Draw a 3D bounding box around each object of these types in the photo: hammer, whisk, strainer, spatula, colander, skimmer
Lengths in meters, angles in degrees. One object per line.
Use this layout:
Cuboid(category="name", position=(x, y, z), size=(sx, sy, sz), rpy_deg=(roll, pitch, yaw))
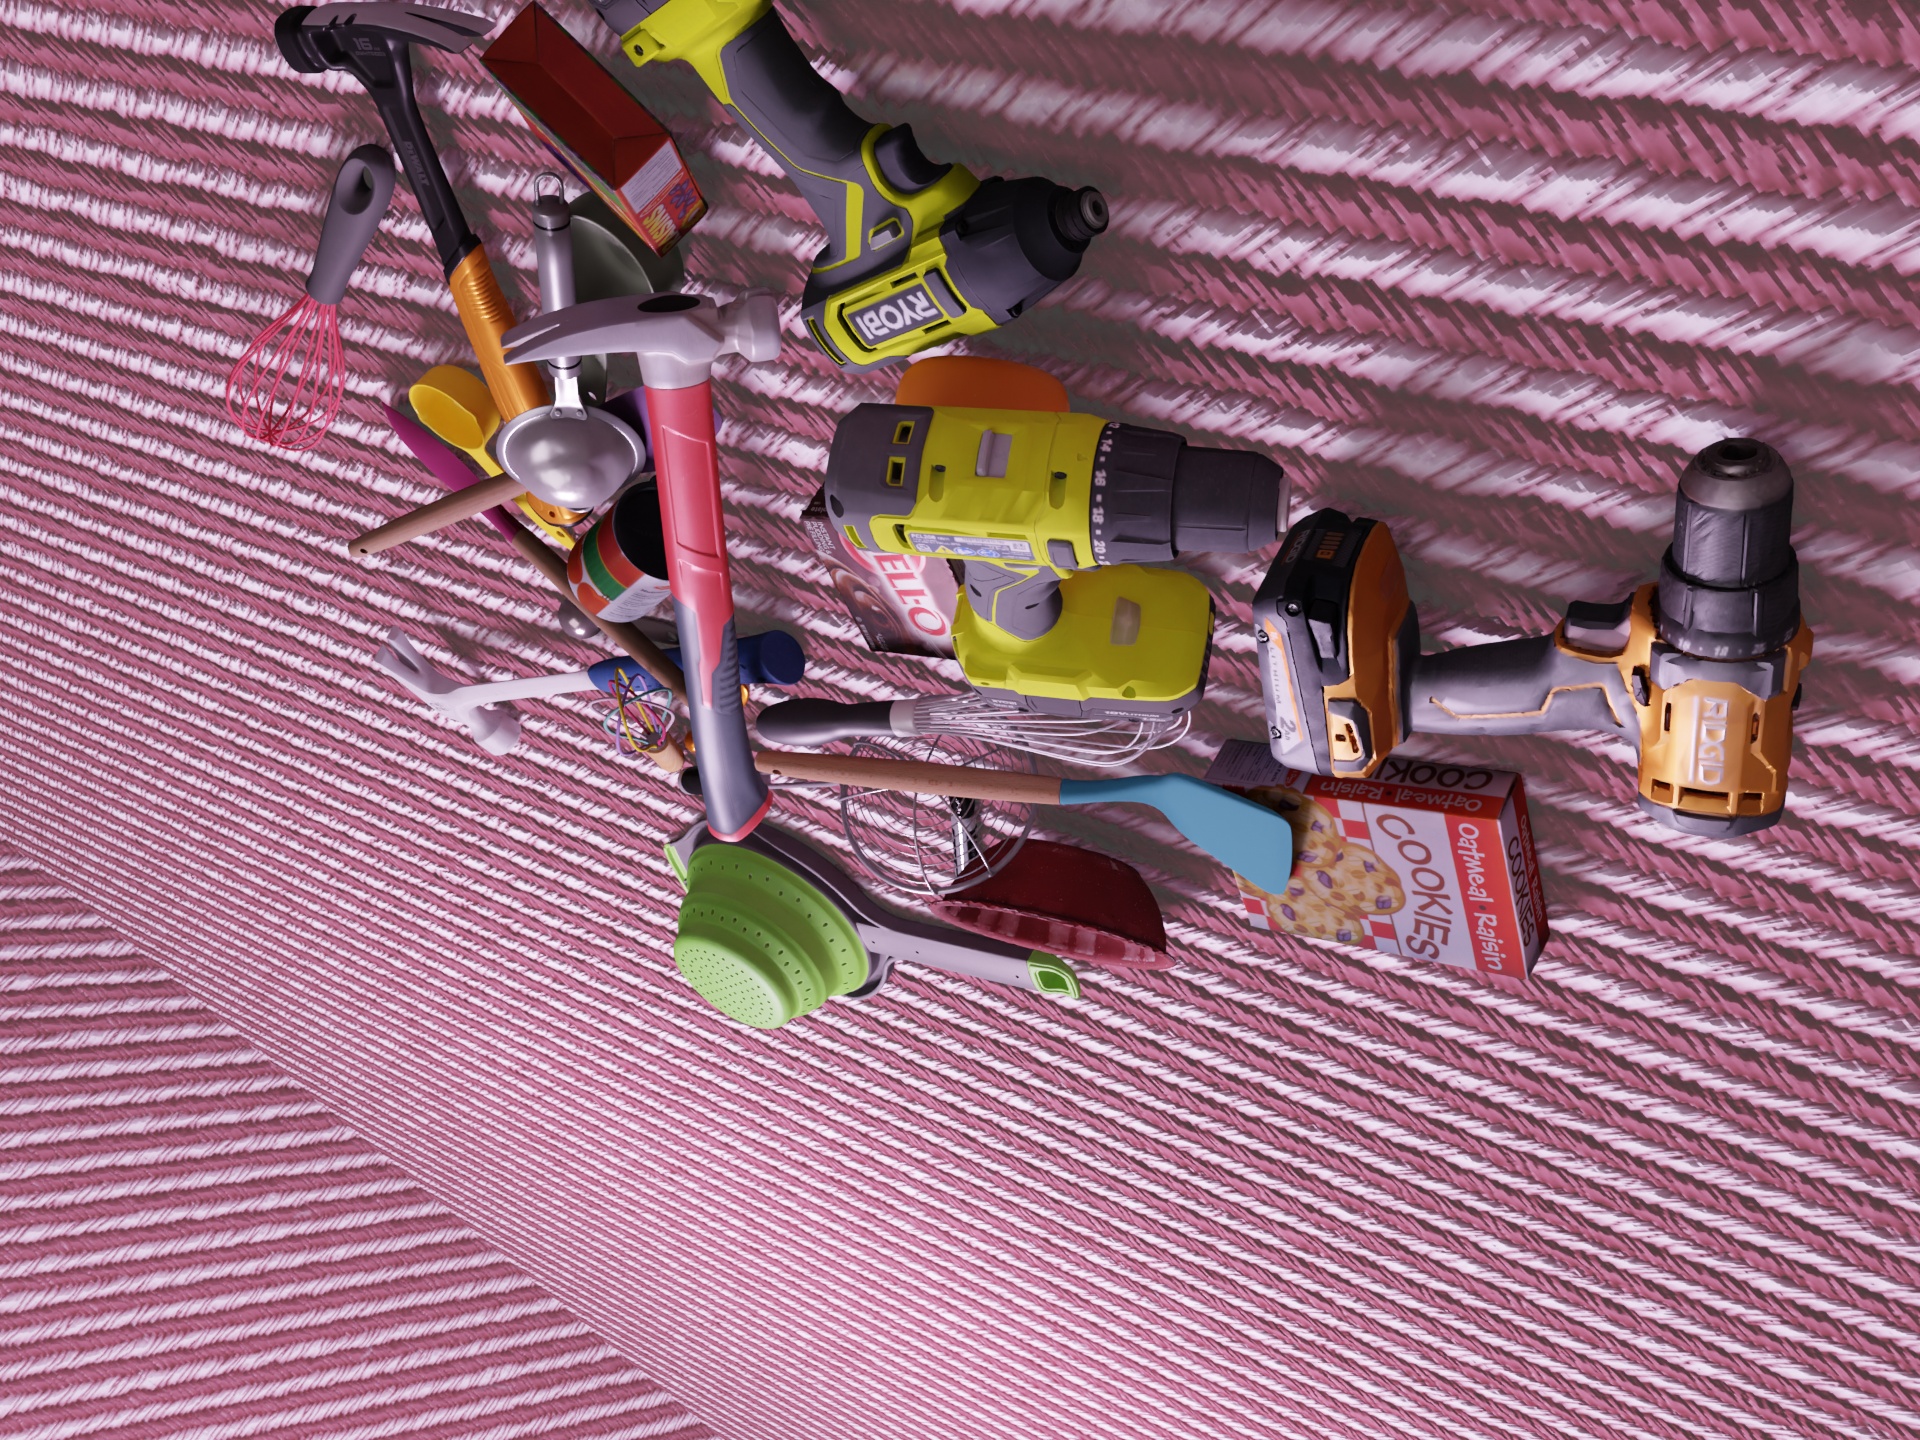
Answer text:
Cuboid(category="hammer", position=(-0.169, -0.069, 0.946), size=(0.143, 0.038, 0.386), rpy_deg=(-10, 133, -12))
Cuboid(category="whisk", position=(-0.001, -0.002, 0.929), size=(0.285, 0.070, 0.070), rpy_deg=(-3, 130, 29))
Cuboid(category="whisk", position=(-0.413, -0.265, 1.024), size=(0.073, 0.073, 0.295), rpy_deg=(42, 137, -8))
Cuboid(category="strainer", position=(-0.222, -0.192, 0.889), size=(0.087, 0.050, 0.258), rpy_deg=(-1, 142, -10))
Cuboid(category="hammer", position=(-0.275, -0.033, 1.166), size=(0.405, 0.035, 0.143), rpy_deg=(-4, 144, 40))
Cuboid(category="spatula", position=(-0.279, -0.150, 1.006), size=(0.316, 0.018, 0.059), rpy_deg=(-14, 138, 29))
Cuboid(category="colander", position=(-0.095, 0.189, 1.234), size=(0.397, 0.094, 0.204), rpy_deg=(8, 136, 34))
Cuboid(category="hammer", position=(-0.278, -0.250, 0.937), size=(0.127, 0.034, 0.336), rpy_deg=(11, 140, 22))
Cuboid(category="whisk", position=(-0.216, 0.005, 1.110), size=(0.047, 0.051, 0.245), rpy_deg=(48, 171, 6))
Cuboid(category="spatula", position=(0.031, 0.046, 0.915), size=(0.317, 0.044, 0.082), rpy_deg=(5, 146, 12))
Cuboid(category="skimmer", position=(-0.087, 0.049, 1.095), size=(0.090, 0.127, 0.363), rpy_deg=(21, 167, -31))

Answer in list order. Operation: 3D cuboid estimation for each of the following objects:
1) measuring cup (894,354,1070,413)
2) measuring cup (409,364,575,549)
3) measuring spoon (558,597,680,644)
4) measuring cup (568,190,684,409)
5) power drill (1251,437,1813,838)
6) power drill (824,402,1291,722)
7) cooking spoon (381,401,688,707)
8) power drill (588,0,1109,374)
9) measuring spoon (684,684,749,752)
Cuboid(category="measuring cup", position=(-0.006, -0.151, 0.815), size=(0.095, 0.052, 0.174), rpy_deg=(6, -176, -23))
Cuboid(category="measuring cup", position=(-0.302, -0.175, 1.064), size=(0.062, 0.029, 0.156), rpy_deg=(6, 146, 40))
Cuboid(category="measuring spoon", position=(-0.244, -0.064, 1.137), size=(0.124, 0.018, 0.034), rpy_deg=(11, 137, 32))
Cuboid(category="measuring cup", position=(-0.196, -0.232, 0.898), size=(0.083, 0.038, 0.167), rpy_deg=(35, 152, 1))
Cuboid(category="power drill", position=(0.250, -0.042, 0.703), size=(0.226, 0.084, 0.185), rpy_deg=(8, 134, 28))
Cuboid(category="power drill", position=(0.058, -0.071, 0.741), size=(0.190, 0.080, 0.228), rpy_deg=(6, 163, 15))
Cuboid(category="cooking spoon", position=(-0.279, -0.108, 1.071), size=(0.319, 0.017, 0.068), rpy_deg=(42, 166, 9))
Cuboid(category="power drill", position=(-0.047, -0.268, 0.698), size=(0.171, 0.080, 0.223), rpy_deg=(-8, 129, 45))
Cuboid(category="measuring spoon", position=(-0.179, -0.001, 1.161), size=(0.021, 0.011, 0.117), rpy_deg=(41, 144, -6))
